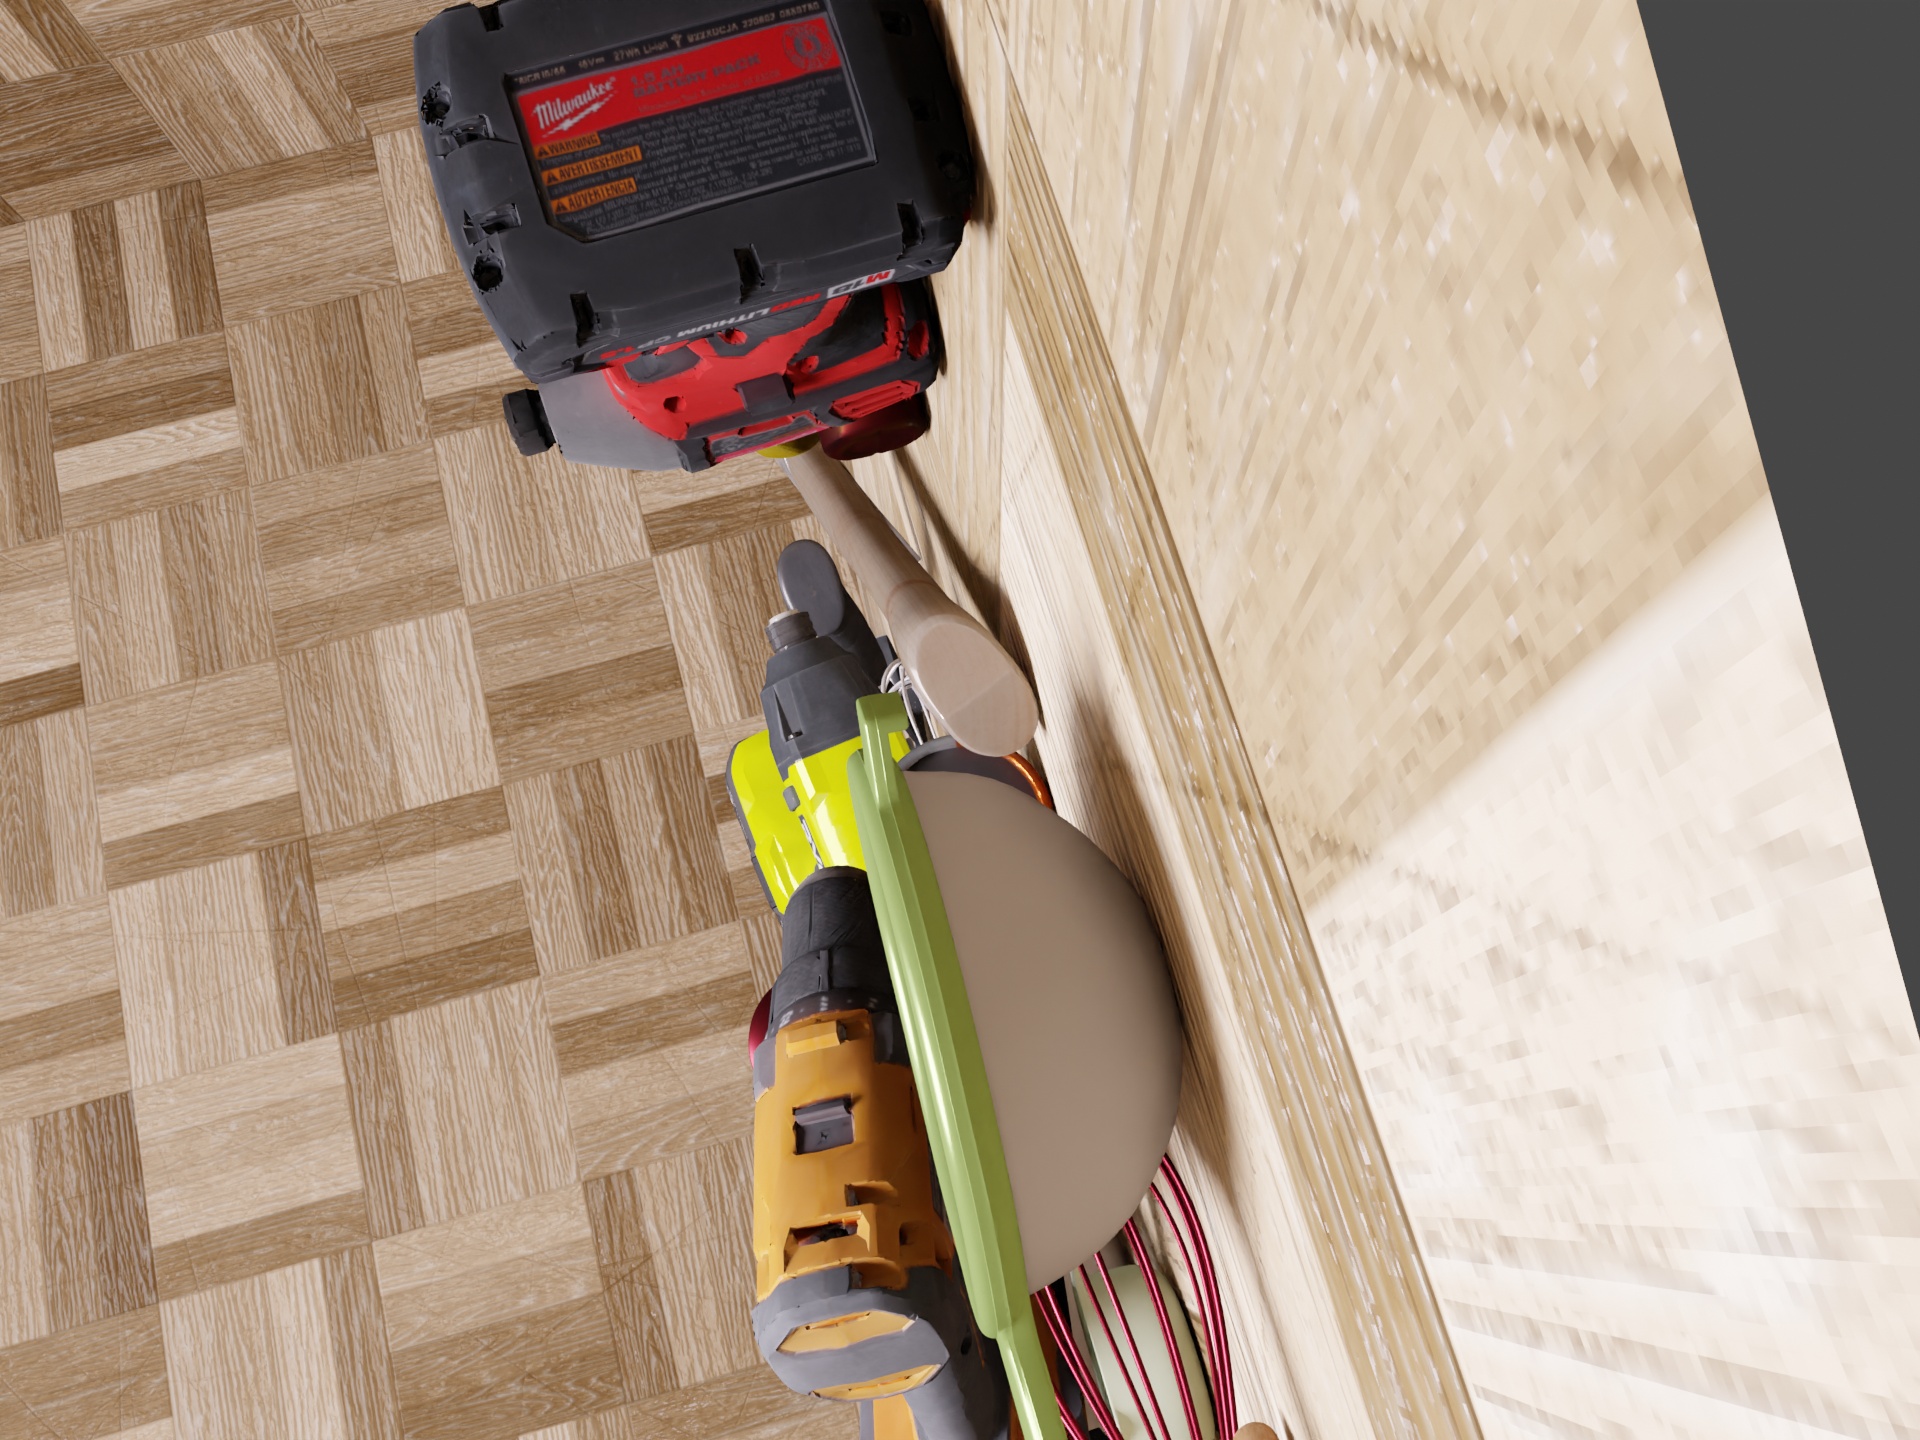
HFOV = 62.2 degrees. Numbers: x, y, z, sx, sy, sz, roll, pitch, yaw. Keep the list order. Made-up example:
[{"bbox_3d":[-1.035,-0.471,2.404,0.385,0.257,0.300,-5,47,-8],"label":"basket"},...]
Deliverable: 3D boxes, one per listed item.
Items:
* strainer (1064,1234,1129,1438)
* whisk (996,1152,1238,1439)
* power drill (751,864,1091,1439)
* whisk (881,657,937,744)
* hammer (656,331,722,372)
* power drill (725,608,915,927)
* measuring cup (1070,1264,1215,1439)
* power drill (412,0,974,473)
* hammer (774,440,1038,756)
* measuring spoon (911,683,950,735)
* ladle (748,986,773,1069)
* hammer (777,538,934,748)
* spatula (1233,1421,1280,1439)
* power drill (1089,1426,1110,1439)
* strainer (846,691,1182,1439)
[{"bbox_3d":[0.044,0.254,0.770,0.211,0.095,0.340,58,149,24],"label":"strainer"},{"bbox_3d":[0.069,0.234,0.431,0.073,0.073,0.296,82,167,-64],"label":"whisk"},{"bbox_3d":[-0.018,0.178,0.574,0.186,0.084,0.226,-98,-8,-48],"label":"power drill"},{"bbox_3d":[0.011,0.076,0.804,0.057,0.059,0.246,4,-119,-55],"label":"whisk"},{"bbox_3d":[-0.116,-0.234,0.678,0.335,0.035,0.146,-106,14,-63],"label":"hammer"},{"bbox_3d":[-0.059,0.044,0.769,0.223,0.080,0.171,142,106,-76],"label":"power drill"},{"bbox_3d":[0.059,0.200,0.597,0.083,0.038,0.167,-174,71,-86],"label":"measuring cup"},{"bbox_3d":[-0.073,-0.121,0.447,0.219,0.143,0.078,153,100,-84],"label":"power drill"},{"bbox_3d":[-0.031,-0.067,0.708,0.146,0.038,0.411,52,-178,-25],"label":"hammer"},{"bbox_3d":[-0.001,-0.002,0.682,0.034,0.018,0.124,52,180,14],"label":"measuring spoon"},{"bbox_3d":[-0.013,0.185,0.845,0.315,0.031,0.069,33,-126,-59],"label":"ladle"},{"bbox_3d":[-0.050,-0.030,0.956,0.408,0.036,0.149,61,-167,-76],"label":"hammer"},{"bbox_3d":[0.088,0.244,0.268,0.318,0.044,0.082,-111,3,-69],"label":"spatula"},{"bbox_3d":[-0.015,0.296,0.718,0.227,0.084,0.164,44,141,47],"label":"power drill"},{"bbox_3d":[0.033,0.120,0.390,0.151,0.069,0.257,91,163,-67],"label":"strainer"}]
